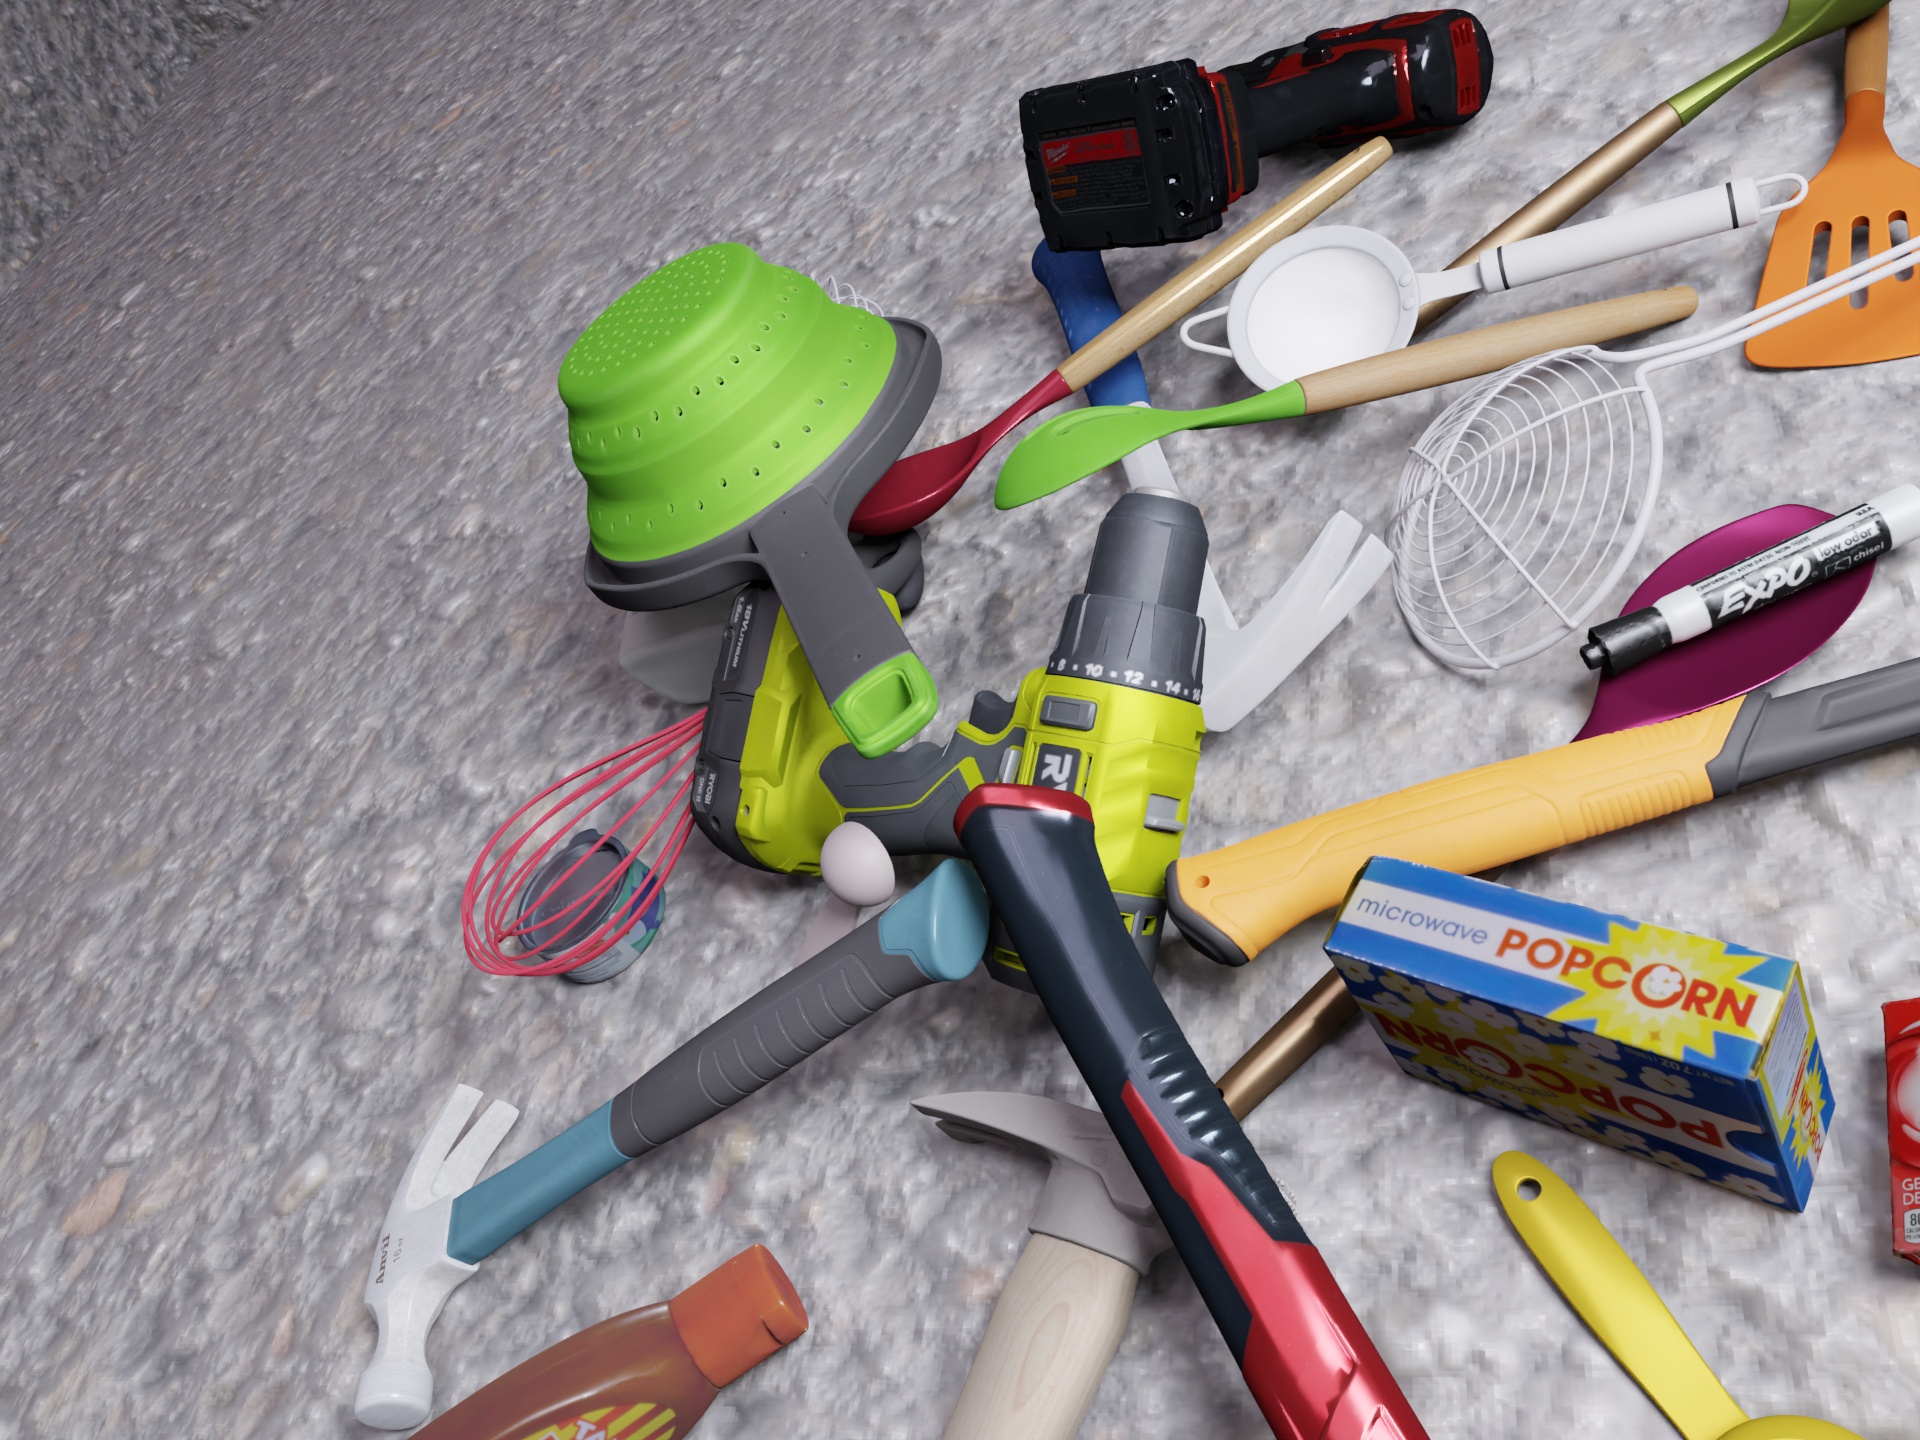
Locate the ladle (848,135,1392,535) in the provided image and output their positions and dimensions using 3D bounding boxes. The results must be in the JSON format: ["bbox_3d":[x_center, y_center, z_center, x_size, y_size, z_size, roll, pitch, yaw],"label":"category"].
[{"bbox_3d":[0.070,-0.179,0.760,0.315,0.031,0.069,-35,27,7],"label":"ladle"}]

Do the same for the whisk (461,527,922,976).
[{"bbox_3d":[-0.115,0.006,0.740,0.073,0.073,0.296,18,57,44],"label":"whisk"}]

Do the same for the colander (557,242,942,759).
[{"bbox_3d":[-0.094,-0.114,0.674,0.204,0.094,0.398,-35,34,3],"label":"colander"}]

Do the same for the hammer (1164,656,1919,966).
[{"bbox_3d":[0.228,0.008,0.523,0.337,0.034,0.127,-19,51,16],"label":"hammer"}]

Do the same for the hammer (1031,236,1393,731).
[{"bbox_3d":[0.088,-0.142,0.769,0.144,0.035,0.406,-40,35,24],"label":"hammer"}]

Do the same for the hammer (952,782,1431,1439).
[{"bbox_3d":[0.076,0.173,0.445,0.143,0.038,0.387,-35,53,5],"label":"hammer"}]

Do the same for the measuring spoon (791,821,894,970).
[{"bbox_3d":[-0.056,0.088,0.634,0.018,0.124,0.034,-24,60,-42],"label":"measuring spoon"}]

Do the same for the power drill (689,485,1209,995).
[{"bbox_3d":[-0.001,-0.002,0.649,0.229,0.080,0.190,10,88,43],"label":"power drill"}]

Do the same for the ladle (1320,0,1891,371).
[{"bbox_3d":[0.289,-0.264,0.714,0.320,0.062,0.078,-37,10,15],"label":"ladle"}]

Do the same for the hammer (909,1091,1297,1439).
[{"bbox_3d":[-0.038,0.305,0.468,0.146,0.038,0.411,5,57,41],"label":"hammer"}]

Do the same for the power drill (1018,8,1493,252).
[{"bbox_3d":[0.138,-0.313,0.832,0.226,0.080,0.188,-27,26,-28],"label":"power drill"}]

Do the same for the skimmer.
[{"bbox_3d":[0.330,-0.138,0.597,0.363,0.090,0.127,-25,37,5],"label":"skimmer"}]

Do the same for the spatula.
[{"bbox_3d":[0.395,-0.274,0.695,0.081,0.041,0.323,-1,49,32],"label":"spatula"}]

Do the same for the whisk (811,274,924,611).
[{"bbox_3d":[-0.056,-0.159,0.897,0.070,0.070,0.285,-27,47,13],"label":"whisk"}]

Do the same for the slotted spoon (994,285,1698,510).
[{"bbox_3d":[0.161,-0.139,0.652,0.313,0.031,0.070,-15,14,-9],"label":"slotted spoon"}]

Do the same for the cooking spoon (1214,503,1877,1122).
[{"bbox_3d":[0.197,0.034,0.558,0.319,0.017,0.069,-42,42,-5],"label":"cooking spoon"}]

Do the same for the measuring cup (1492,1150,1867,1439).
[{"bbox_3d":[0.190,0.172,0.426,0.062,0.029,0.157,-36,42,3],"label":"measuring cup"}]

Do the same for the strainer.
[{"bbox_3d":[0.225,-0.192,0.694,0.258,0.050,0.087,-10,73,28],"label":"strainer"}]

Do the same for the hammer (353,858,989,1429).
[{"bbox_3d":[-0.121,0.154,0.623,0.331,0.033,0.128,-35,39,22],"label":"hammer"}]
